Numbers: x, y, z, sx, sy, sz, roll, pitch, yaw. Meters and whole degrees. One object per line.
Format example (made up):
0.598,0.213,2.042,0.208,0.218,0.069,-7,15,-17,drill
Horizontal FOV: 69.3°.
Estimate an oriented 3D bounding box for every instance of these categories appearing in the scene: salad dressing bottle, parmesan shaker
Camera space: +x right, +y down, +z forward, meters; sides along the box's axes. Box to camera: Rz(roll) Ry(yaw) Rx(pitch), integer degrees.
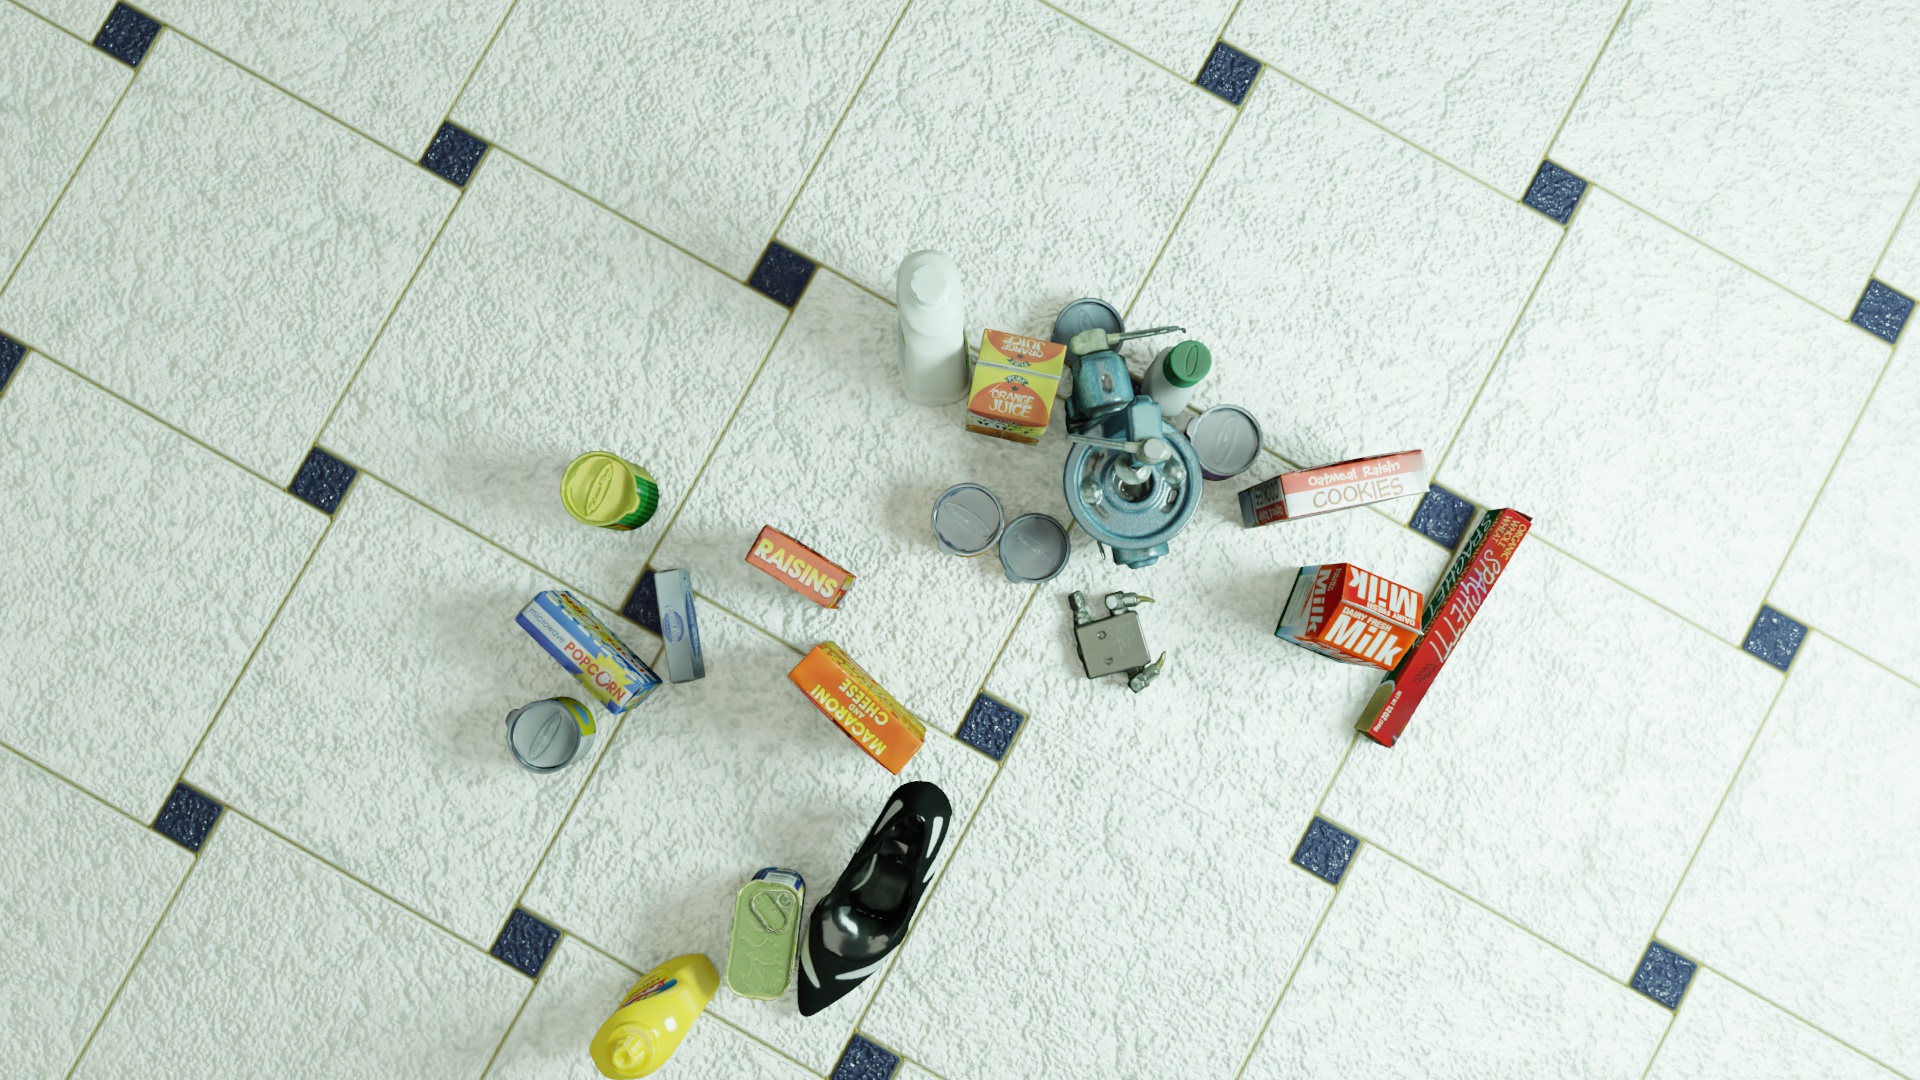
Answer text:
0.194,-0.148,1.246,0.044,0.147,0.064,13,87,0,salad dressing bottle
-0.312,-0.041,1.255,0.071,0.103,0.071,0,87,-1,parmesan shaker

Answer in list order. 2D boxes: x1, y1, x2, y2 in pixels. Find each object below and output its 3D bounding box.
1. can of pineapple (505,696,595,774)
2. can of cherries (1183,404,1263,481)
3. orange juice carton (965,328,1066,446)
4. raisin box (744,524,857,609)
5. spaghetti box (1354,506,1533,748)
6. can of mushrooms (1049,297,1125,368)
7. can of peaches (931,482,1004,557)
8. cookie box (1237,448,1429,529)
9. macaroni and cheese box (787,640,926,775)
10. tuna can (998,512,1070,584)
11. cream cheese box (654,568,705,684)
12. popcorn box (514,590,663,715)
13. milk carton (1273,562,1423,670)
-0.372,0.175,1.264,0.071,0.058,0.071,0,87,-1,can of pineapple
0.239,-0.091,1.288,0.071,0.058,0.071,0,87,-1,can of cherries
0.047,-0.135,1.221,0.072,0.192,0.073,13,87,0,orange juice carton
-0.140,0.025,1.243,0.086,0.123,0.040,31,87,1,raisin box
0.446,0.078,1.284,0.029,0.050,0.250,33,87,1,spaghetti box
0.117,-0.192,1.305,0.071,0.033,0.071,0,87,-1,can of mushrooms
0.005,-0.016,1.280,0.071,0.058,0.071,0,87,-1,can of peaches
0.326,-0.045,1.231,0.123,0.167,0.040,-11,87,-1,cookie box
-0.087,0.144,1.215,0.124,0.166,0.040,42,88,2,macaroni and cheese box
0.067,0.010,1.292,0.071,0.033,0.071,0,87,-1,tuna can
-0.257,0.078,1.274,0.024,0.053,0.104,-9,87,-1,cream cheese box
-0.334,0.100,1.255,0.127,0.085,0.038,43,88,2,popcorn box
0.341,0.066,1.213,0.072,0.190,0.073,22,87,1,milk carton
